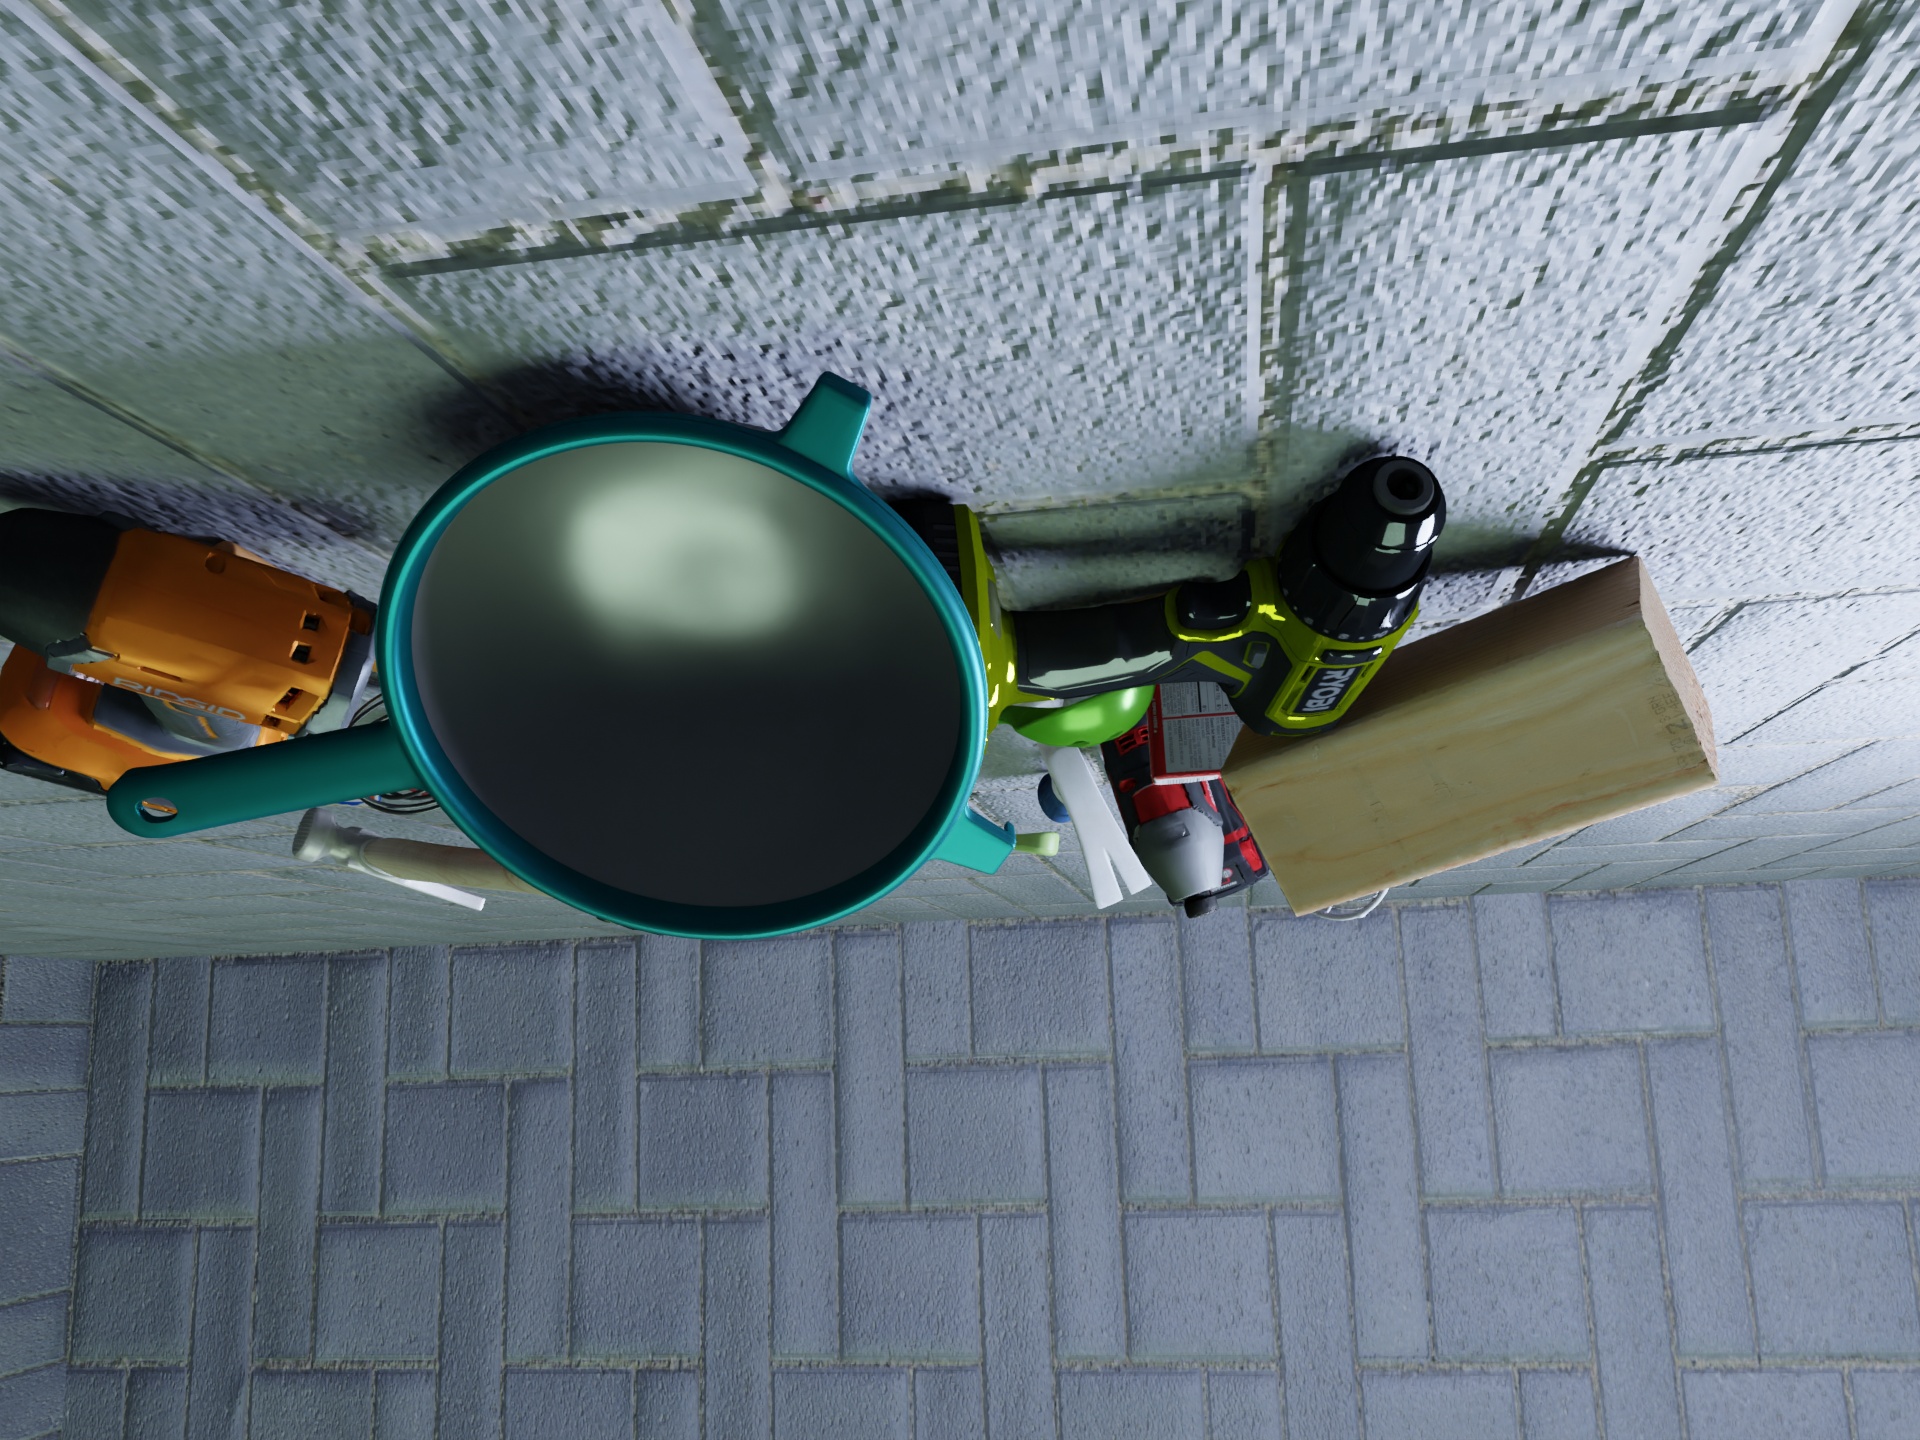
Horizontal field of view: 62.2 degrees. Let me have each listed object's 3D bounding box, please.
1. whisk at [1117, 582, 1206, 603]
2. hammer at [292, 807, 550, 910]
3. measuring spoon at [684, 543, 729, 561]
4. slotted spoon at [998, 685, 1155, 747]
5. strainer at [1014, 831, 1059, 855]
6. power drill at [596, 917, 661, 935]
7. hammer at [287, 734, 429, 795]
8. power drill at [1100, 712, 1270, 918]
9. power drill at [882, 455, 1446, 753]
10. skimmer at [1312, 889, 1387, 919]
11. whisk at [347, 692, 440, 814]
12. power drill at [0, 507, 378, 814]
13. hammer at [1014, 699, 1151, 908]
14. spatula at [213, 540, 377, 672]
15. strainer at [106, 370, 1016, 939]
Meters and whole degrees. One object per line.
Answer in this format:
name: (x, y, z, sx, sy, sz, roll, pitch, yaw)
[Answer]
whisk: (0.015, -0.036, 0.819, 0.245, 0.047, 0.051, -13, 163, 26)
hammer: (-0.303, 0.097, 1.021, 0.146, 0.038, 0.411, 25, 163, -33)
measuring spoon: (-0.140, -0.075, 0.657, 0.124, 0.018, 0.034, -1, -161, 25)
slotted spoon: (-0.001, -0.003, 0.892, 0.070, 0.031, 0.314, -17, -171, -32)
strainer: (-0.042, 0.042, 1.034, 0.256, 0.069, 0.151, 5, 175, 37)
power drill: (-0.240, 0.122, 1.277, 0.171, 0.080, 0.223, 21, -175, 17)
hammer: (-0.269, 0.052, 0.966, 0.143, 0.038, 0.385, 7, 165, 41)
power drill: (0.153, 0.068, 1.091, 0.078, 0.143, 0.219, -21, 167, 11)
power drill: (0.080, -0.047, 0.669, 0.228, 0.080, 0.190, -4, 159, -4)
skimmer: (0.220, 0.028, 0.975, 0.090, 0.127, 0.363, -29, 155, 3)
whisk: (-0.154, -0.026, 0.663, 0.239, 0.055, 0.055, -27, 166, 3)
power drill: (-0.354, -0.024, 0.677, 0.164, 0.084, 0.226, 20, 157, -27)
hammer: (0.074, 0.052, 1.099, 0.035, 0.144, 0.405, -25, 175, 0)
spatula: (-0.285, -0.035, 0.813, 0.081, 0.041, 0.322, -3, 164, 7)
strainer: (-0.154, -0.016, 0.594, 0.340, 0.210, 0.095, -11, -148, 14)
